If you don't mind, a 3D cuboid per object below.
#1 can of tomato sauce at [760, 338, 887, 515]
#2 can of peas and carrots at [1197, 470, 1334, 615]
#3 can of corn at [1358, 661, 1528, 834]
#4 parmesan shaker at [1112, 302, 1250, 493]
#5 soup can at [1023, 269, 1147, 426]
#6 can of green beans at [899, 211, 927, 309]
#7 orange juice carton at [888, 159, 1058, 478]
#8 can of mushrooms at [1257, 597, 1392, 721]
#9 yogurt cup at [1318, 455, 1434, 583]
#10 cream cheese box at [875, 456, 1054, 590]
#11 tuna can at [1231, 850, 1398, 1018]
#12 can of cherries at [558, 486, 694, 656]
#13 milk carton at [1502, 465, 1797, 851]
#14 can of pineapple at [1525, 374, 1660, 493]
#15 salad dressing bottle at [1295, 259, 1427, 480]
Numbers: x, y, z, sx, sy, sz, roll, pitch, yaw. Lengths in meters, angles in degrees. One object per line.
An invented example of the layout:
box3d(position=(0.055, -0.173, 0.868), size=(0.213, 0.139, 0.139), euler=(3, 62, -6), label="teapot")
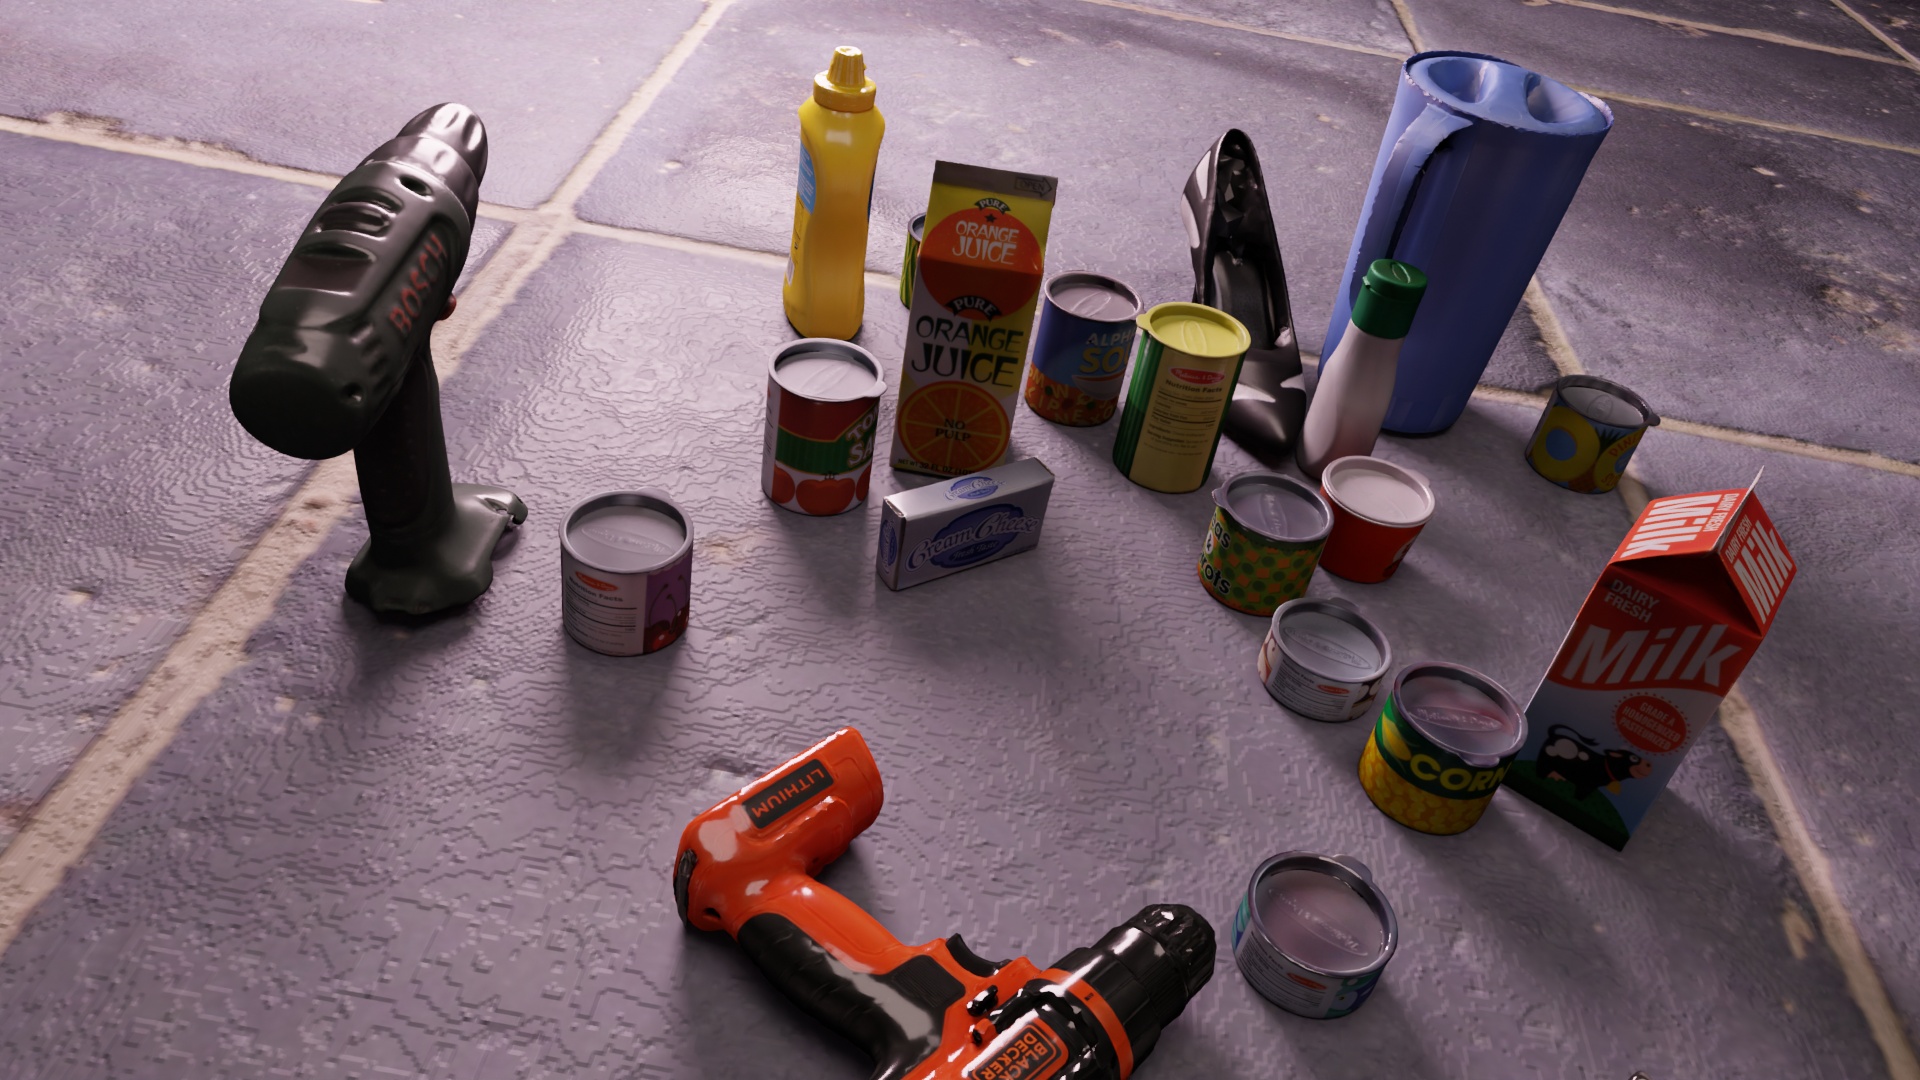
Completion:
box3d(position=(-0.080, -0.066, 0.814), size=(0.071, 0.082, 0.071), euler=(7, 38, -5), label="can of tomato sauce")
box3d(position=(0.174, 0.002, 0.808), size=(0.071, 0.058, 0.071), euler=(7, 38, -5), label="can of peas and carrots")
box3d(position=(0.240, 0.105, 0.693), size=(0.071, 0.058, 0.071), euler=(7, 38, -5), label="can of corn")
box3d(position=(0.135, -0.090, 0.880), size=(0.071, 0.102, 0.072), euler=(7, 38, -5), label="parmesan shaker")
box3d(position=(0.083, -0.127, 0.929), size=(0.071, 0.083, 0.072), euler=(7, 38, -5), label="soup can")
box3d(position=(-0.010, -0.202, 1.024), size=(0.071, 0.057, 0.071), euler=(7, 38, -5), label="can of green beans")
box3d(position=(0.007, -0.133, 0.831), size=(0.072, 0.191, 0.073), euler=(10, 38, -1), label="orange juice carton")
box3d(position=(0.198, 0.063, 0.756), size=(0.071, 0.033, 0.071), euler=(7, 38, -5), label="can of mushrooms")
box3d(position=(0.247, -0.011, 0.845), size=(0.072, 0.053, 0.073), euler=(7, 38, -5), label="yogurt cup")
box3d(position=(0.003, -0.010, 0.787), size=(0.104, 0.053, 0.024), euler=(-16, 45, -30), label="cream cheese box")
box3d(position=(0.156, 0.171, 0.610), size=(0.071, 0.032, 0.071), euler=(7, 38, -5), label="tuna can")
box3d(position=(-0.169, 0.015, 0.711), size=(0.071, 0.058, 0.072), euler=(7, 38, -5), label="can of cherries")
box3d(position=(0.337, 0.053, 0.675), size=(0.073, 0.189, 0.073), euler=(31, 42, 24), label="milk carton")
box3d(position=(0.438, -0.073, 0.966), size=(0.071, 0.057, 0.071), euler=(7, 38, -5), label="can of pineapple")
box3d(position=(0.258, -0.107, 0.894), size=(0.044, 0.146, 0.064), euler=(7, 38, -5), label="salad dressing bottle")
